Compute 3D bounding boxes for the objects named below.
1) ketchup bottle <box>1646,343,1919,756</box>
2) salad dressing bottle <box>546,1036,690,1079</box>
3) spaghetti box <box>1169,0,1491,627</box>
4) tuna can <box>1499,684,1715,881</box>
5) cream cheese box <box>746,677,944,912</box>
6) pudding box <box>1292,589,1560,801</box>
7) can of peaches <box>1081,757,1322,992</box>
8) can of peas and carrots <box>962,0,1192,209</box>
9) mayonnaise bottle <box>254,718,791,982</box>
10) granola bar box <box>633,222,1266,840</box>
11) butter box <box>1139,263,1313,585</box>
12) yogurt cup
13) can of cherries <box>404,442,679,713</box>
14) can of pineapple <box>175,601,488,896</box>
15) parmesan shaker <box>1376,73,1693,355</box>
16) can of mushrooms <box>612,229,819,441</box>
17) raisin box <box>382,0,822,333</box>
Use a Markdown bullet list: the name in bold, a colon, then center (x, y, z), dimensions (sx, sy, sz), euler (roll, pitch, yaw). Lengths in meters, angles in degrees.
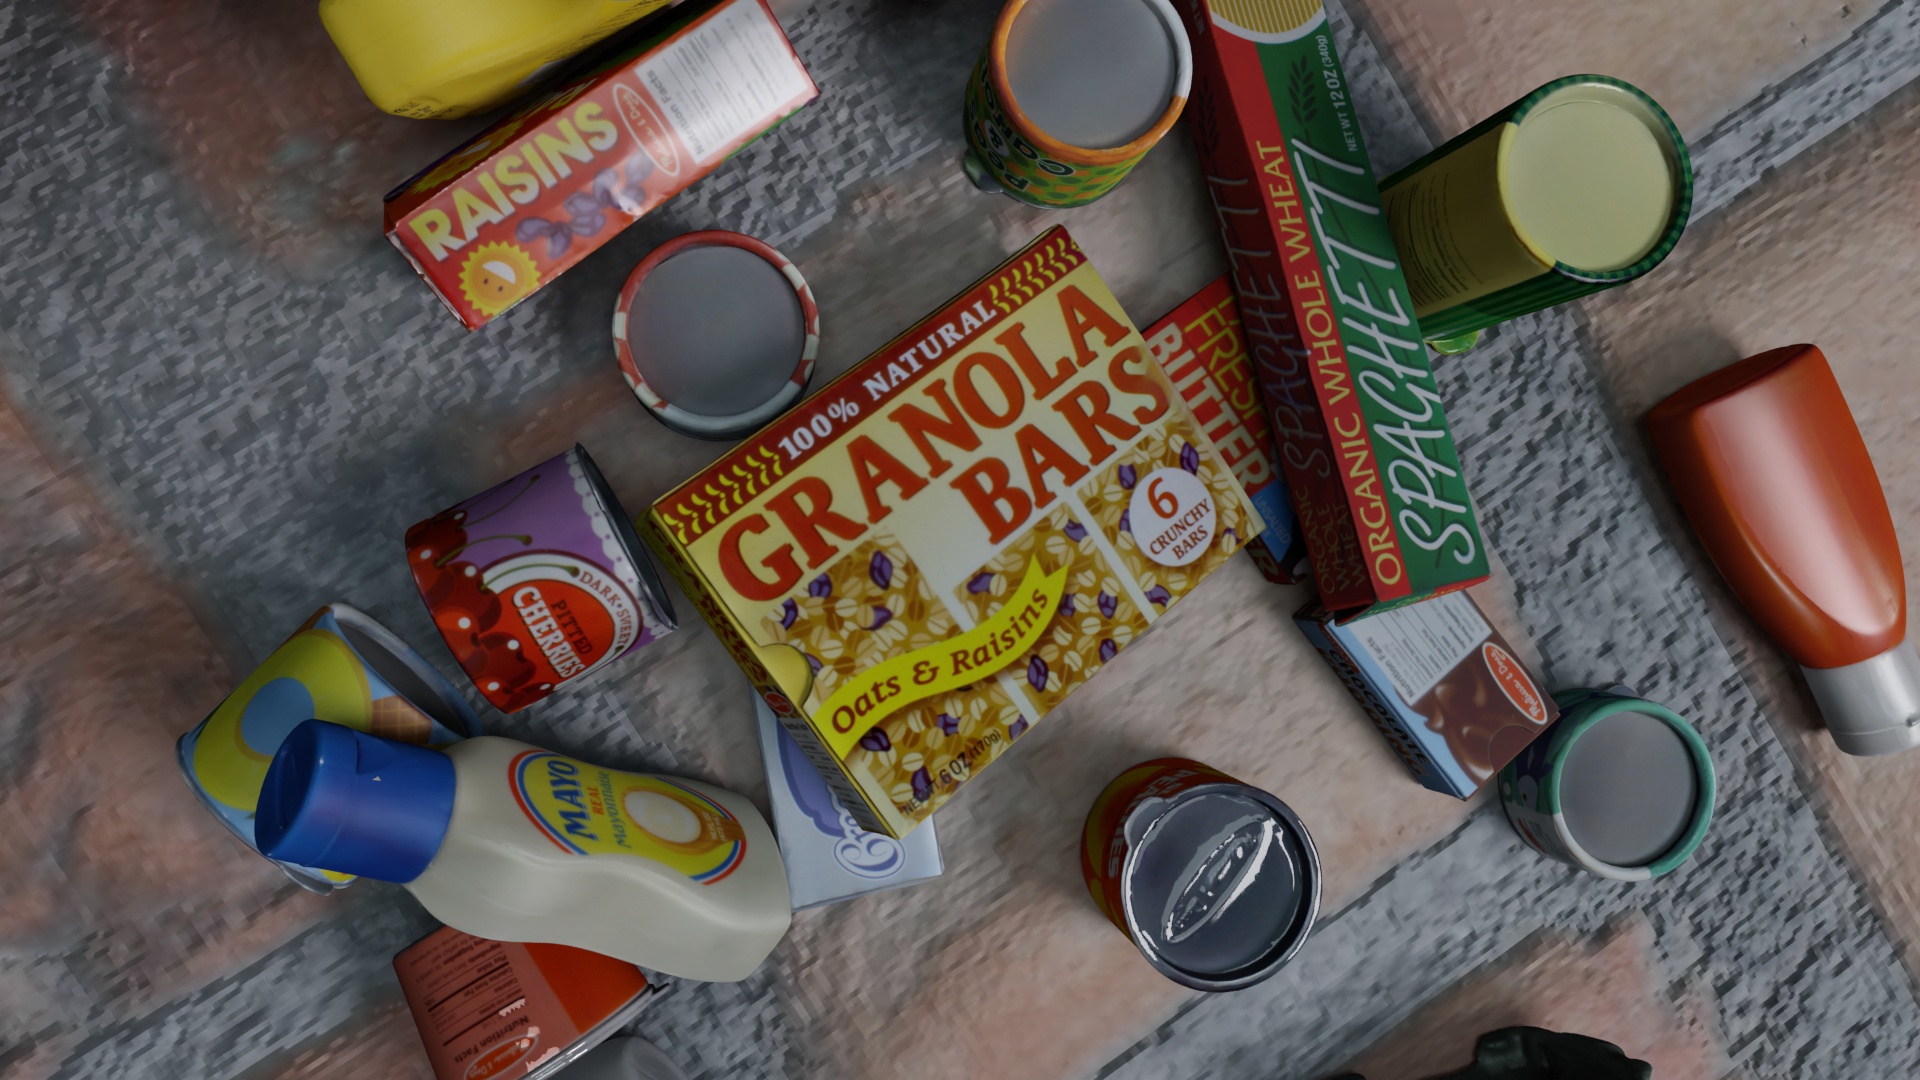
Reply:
- **ketchup bottle**: center (0.312, 0.006, 0.511), dimensions (0.065, 0.043, 0.148), euler (-27, 93, -8)
- **salad dressing bottle**: center (-0.146, 0.221, 0.430), dimensions (0.148, 0.044, 0.064), euler (-42, 119, -4)
- **spaghetti box**: center (0.118, -0.098, 0.469), dimensions (0.050, 0.028, 0.250), euler (-11, 82, -23)
- **tuna can**: center (0.235, 0.086, 0.502), dimensions (0.071, 0.033, 0.071), euler (0, 89, -9)
- **cream cheese box**: center (-0.041, 0.066, 0.463), dimensions (0.053, 0.024, 0.103), euler (-10, 90, -9)
- **pudding box**: center (0.165, 0.045, 0.493), dimensions (0.050, 0.030, 0.083), euler (-40, 95, -9)
- **can of peaches**: center (0.077, 0.107, 0.463), dimensions (0.071, 0.058, 0.071), euler (0, 89, -8)
- **can of peas and carrots**: center (0.035, -0.149, 0.463), dimensions (0.071, 0.058, 0.071), euler (0, 88, -9)
- **mayonnaise bottle**: center (-0.119, 0.087, 0.398), dimensions (0.148, 0.065, 0.041), euler (26, 111, -40)
- **granola bar box**: center (0.002, -0.006, 0.445), dimensions (0.166, 0.039, 0.124), euler (-38, 97, -20)
- **butter box**: center (0.105, -0.040, 0.489), dimensions (0.053, 0.024, 0.103), euler (-36, 95, -9)
- **yogurt cup**: center (-0.136, 0.136, 0.427), dimensions (0.072, 0.072, 0.054), euler (-31, 86, -8)
- **can of cherries**: center (-0.127, 0.013, 0.427), dimensions (0.058, 0.071, 0.071), euler (-27, 93, -8)
- **can of pineapple**: center (-0.186, 0.062, 0.418), dimensions (0.071, 0.071, 0.058), euler (45, 83, -6)
- **parmesan shaker**: center (0.183, -0.104, 0.463), dimensions (0.071, 0.103, 0.071), euler (0, 89, -9)
- **can of mushrooms**: center (-0.080, -0.069, 0.455), dimensions (0.071, 0.033, 0.071), euler (0, 89, -8)
- **raisin box**: center (-0.113, -0.119, 0.422), dimensions (0.123, 0.086, 0.040), euler (-37, 118, -8)
